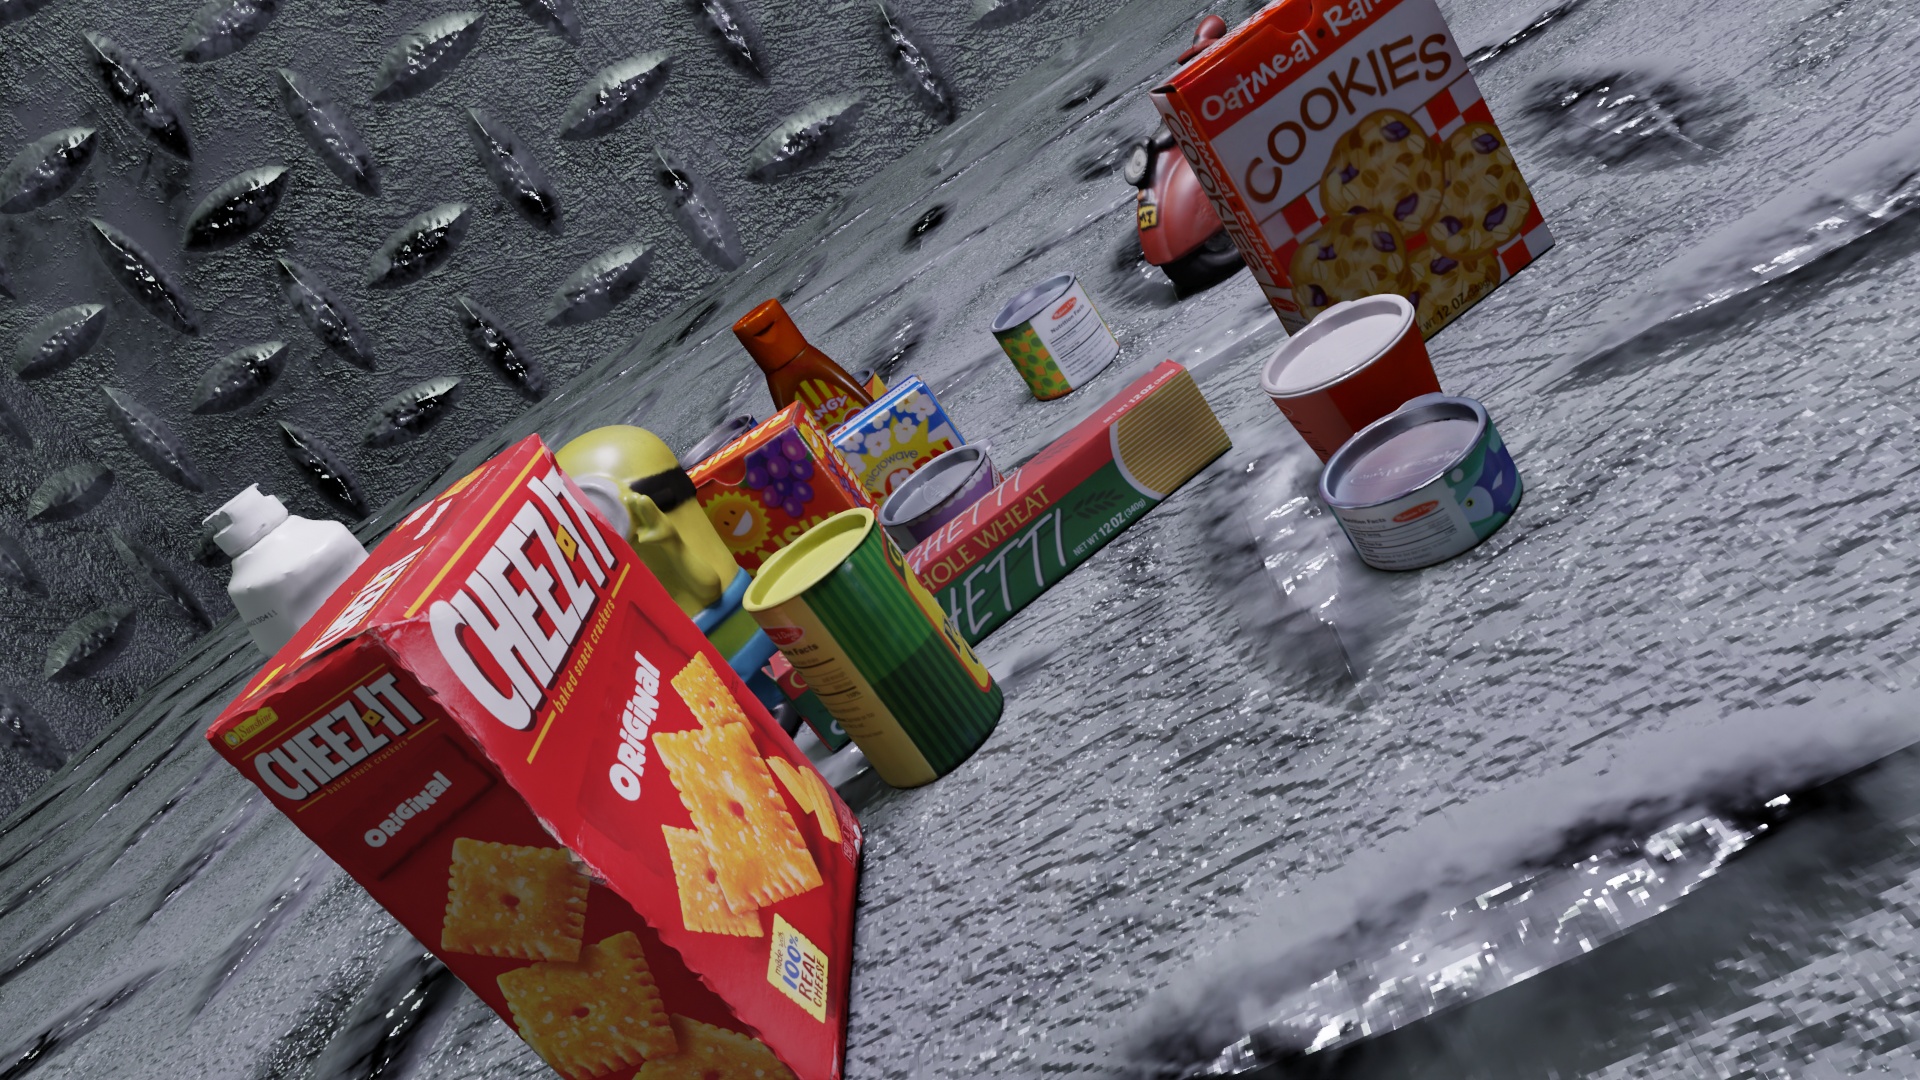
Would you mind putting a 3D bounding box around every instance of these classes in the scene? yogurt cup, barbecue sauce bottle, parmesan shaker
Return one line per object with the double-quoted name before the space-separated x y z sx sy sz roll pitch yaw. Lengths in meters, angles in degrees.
"yogurt cup" 0.167 -0.062 0.580 0.072 0.054 0.073 -31 20 13
"barbecue sauce bottle" -0.096 -0.094 0.942 0.065 0.148 0.044 -36 19 -1
"parmesan shaker" -0.037 0.046 0.594 0.071 0.103 0.071 -31 20 13

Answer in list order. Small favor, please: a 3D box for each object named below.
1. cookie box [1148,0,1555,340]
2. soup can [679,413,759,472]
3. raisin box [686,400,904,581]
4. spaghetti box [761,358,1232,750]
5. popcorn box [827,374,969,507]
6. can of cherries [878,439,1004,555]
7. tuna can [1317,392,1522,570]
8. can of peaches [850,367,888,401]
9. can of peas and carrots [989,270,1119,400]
"cookie box" 0.182 -0.171 0.637 0.123 0.167 0.040 -37 19 -3
"soup can" -0.152 -0.040 1.005 0.071 0.083 0.071 -31 20 13
"raisin box" -0.088 -0.002 0.755 0.086 0.123 0.040 -30 20 15
"spaghetti box" 0.019 0.006 0.672 0.250 0.050 0.029 -37 19 -5
"popcorn box" -0.051 -0.026 0.808 0.127 0.085 0.038 -35 19 1
"can of cherries" 0.003 -0.009 0.722 0.071 0.058 0.072 -31 20 13
"tuna can" 0.171 -0.023 0.517 0.071 0.032 0.071 -31 20 13
"can of peaches" -0.075 -0.086 1.023 0.071 0.058 0.071 -31 20 13
"can of peas and carrots" 0.061 -0.134 0.911 0.071 0.058 0.071 -31 20 13
